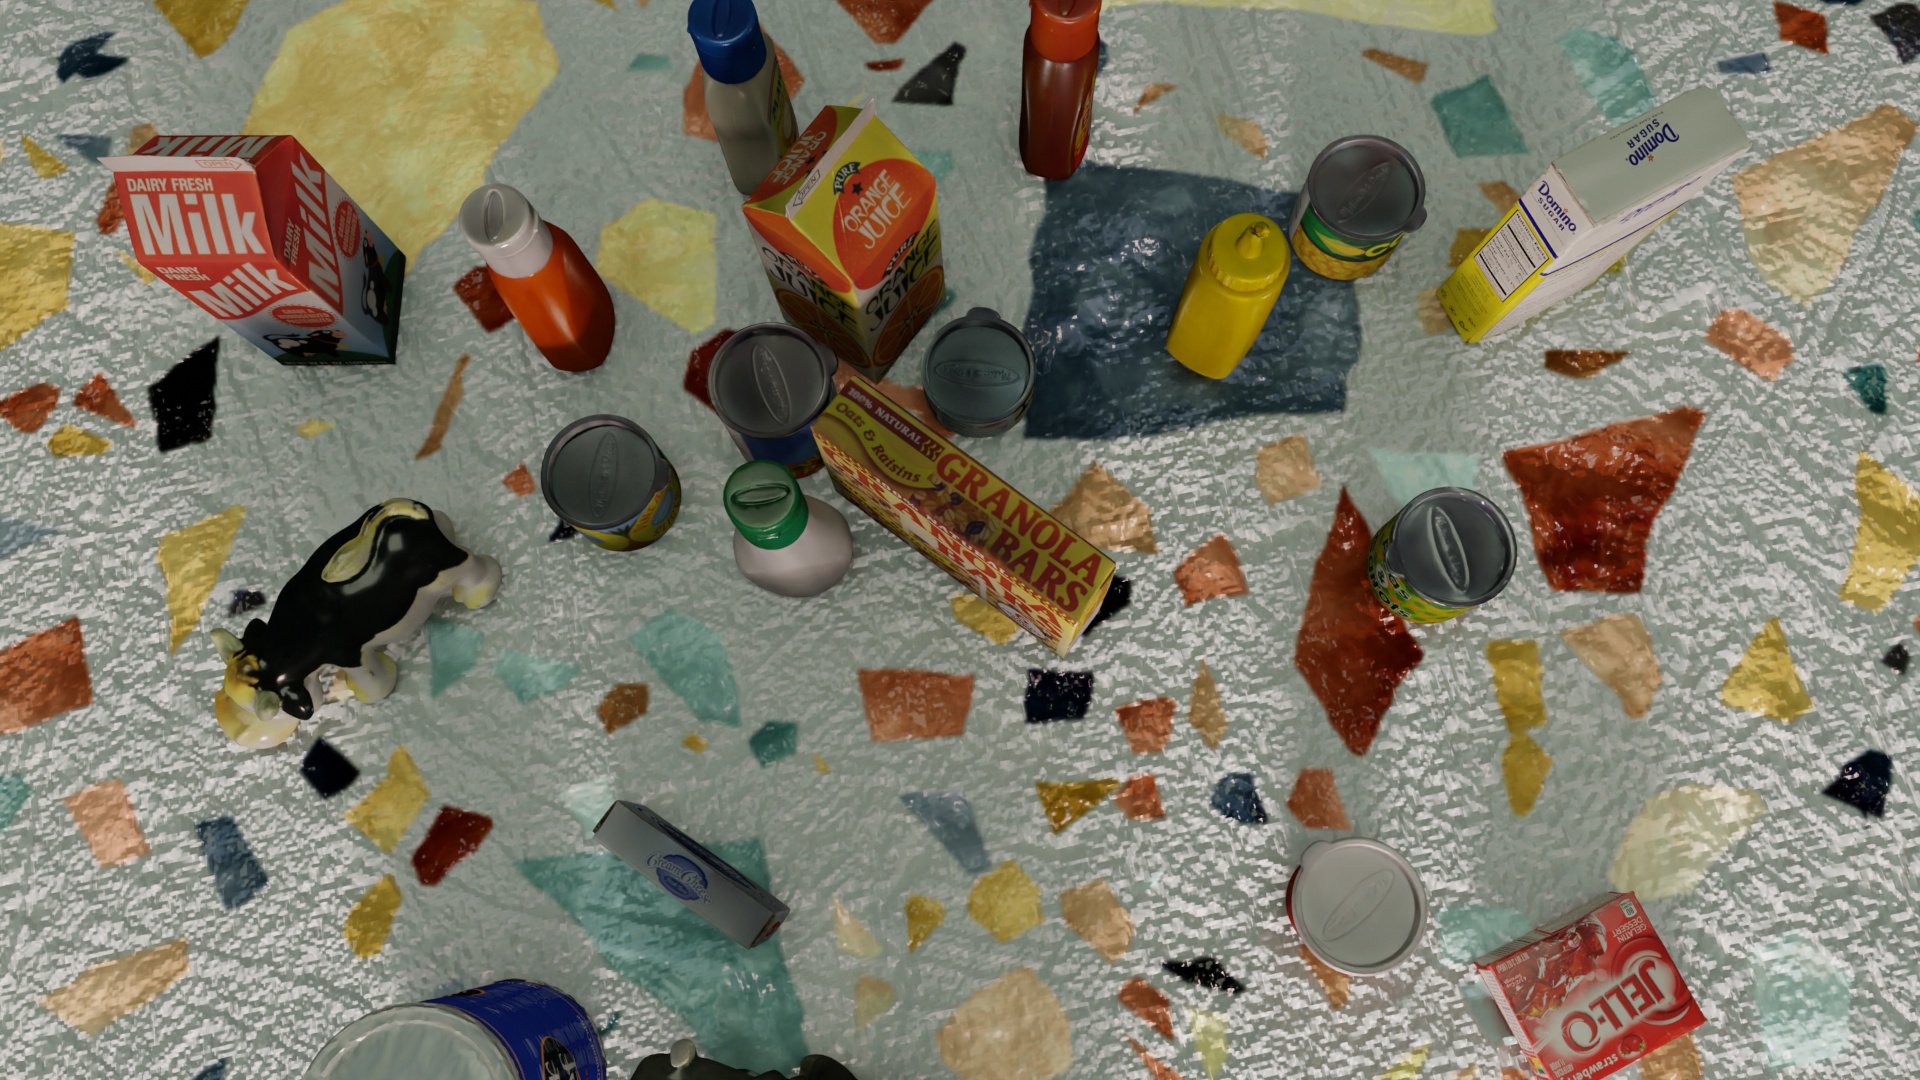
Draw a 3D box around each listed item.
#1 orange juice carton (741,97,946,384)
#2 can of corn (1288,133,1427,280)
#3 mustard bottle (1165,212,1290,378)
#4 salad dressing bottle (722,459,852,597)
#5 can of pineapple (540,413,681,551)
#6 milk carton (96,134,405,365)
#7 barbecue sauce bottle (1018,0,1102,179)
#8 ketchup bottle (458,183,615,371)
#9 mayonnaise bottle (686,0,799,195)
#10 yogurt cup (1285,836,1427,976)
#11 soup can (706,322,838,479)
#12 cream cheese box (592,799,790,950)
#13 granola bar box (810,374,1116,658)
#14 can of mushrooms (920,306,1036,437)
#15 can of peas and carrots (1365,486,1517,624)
[{"bbox_3d":[-0.059,-0.161,0.741,0.073,0.192,0.072,36,80,9],"label":"orange juice carton"},{"bbox_3d":[0.232,-0.192,0.812,0.071,0.058,0.071,0,77,1],"label":"can of corn"},{"bbox_3d":[0.147,-0.139,0.748,0.049,0.160,0.065,30,79,8],"label":"mustard bottle"},{"bbox_3d":[-0.092,-0.005,0.727,0.064,0.147,0.044,-8,77,-1],"label":"salad dressing bottle"},{"bbox_3d":[-0.193,-0.030,0.781,0.071,0.057,0.071,0,77,1],"label":"can of pineapple"},{"bbox_3d":[-0.373,-0.160,0.748,0.072,0.190,0.073,-1,77,1],"label":"milk carton"},{"bbox_3d":[0.056,-0.266,0.787,0.044,0.148,0.065,9,77,3],"label":"barbecue sauce bottle"},{"bbox_3d":[-0.230,-0.146,0.763,0.043,0.148,0.065,-4,77,0],"label":"ketchup bottle"},{"bbox_3d":[-0.122,-0.254,0.788,0.041,0.147,0.065,5,77,2],"label":"mayonnaise bottle"},{"bbox_3d":[0.201,0.189,0.721,0.072,0.054,0.072,0,76,1],"label":"yogurt cup"},{"bbox_3d":[-0.098,-0.077,0.777,0.071,0.083,0.071,0,77,1],"label":"soup can"},{"bbox_3d":[-0.141,0.176,0.732,0.104,0.053,0.024,33,80,8],"label":"cream cheese box"},{"bbox_3d":[0.003,-0.009,0.738,0.166,0.124,0.039,36,80,9],"label":"granola bar box"},{"bbox_3d":[0.011,-0.097,0.806,0.071,0.033,0.071,0,76,1],"label":"can of mushrooms"},{"bbox_3d":[0.259,0.010,0.762,0.071,0.058,0.071,0,77,1],"label":"can of peas and carrots"}]
